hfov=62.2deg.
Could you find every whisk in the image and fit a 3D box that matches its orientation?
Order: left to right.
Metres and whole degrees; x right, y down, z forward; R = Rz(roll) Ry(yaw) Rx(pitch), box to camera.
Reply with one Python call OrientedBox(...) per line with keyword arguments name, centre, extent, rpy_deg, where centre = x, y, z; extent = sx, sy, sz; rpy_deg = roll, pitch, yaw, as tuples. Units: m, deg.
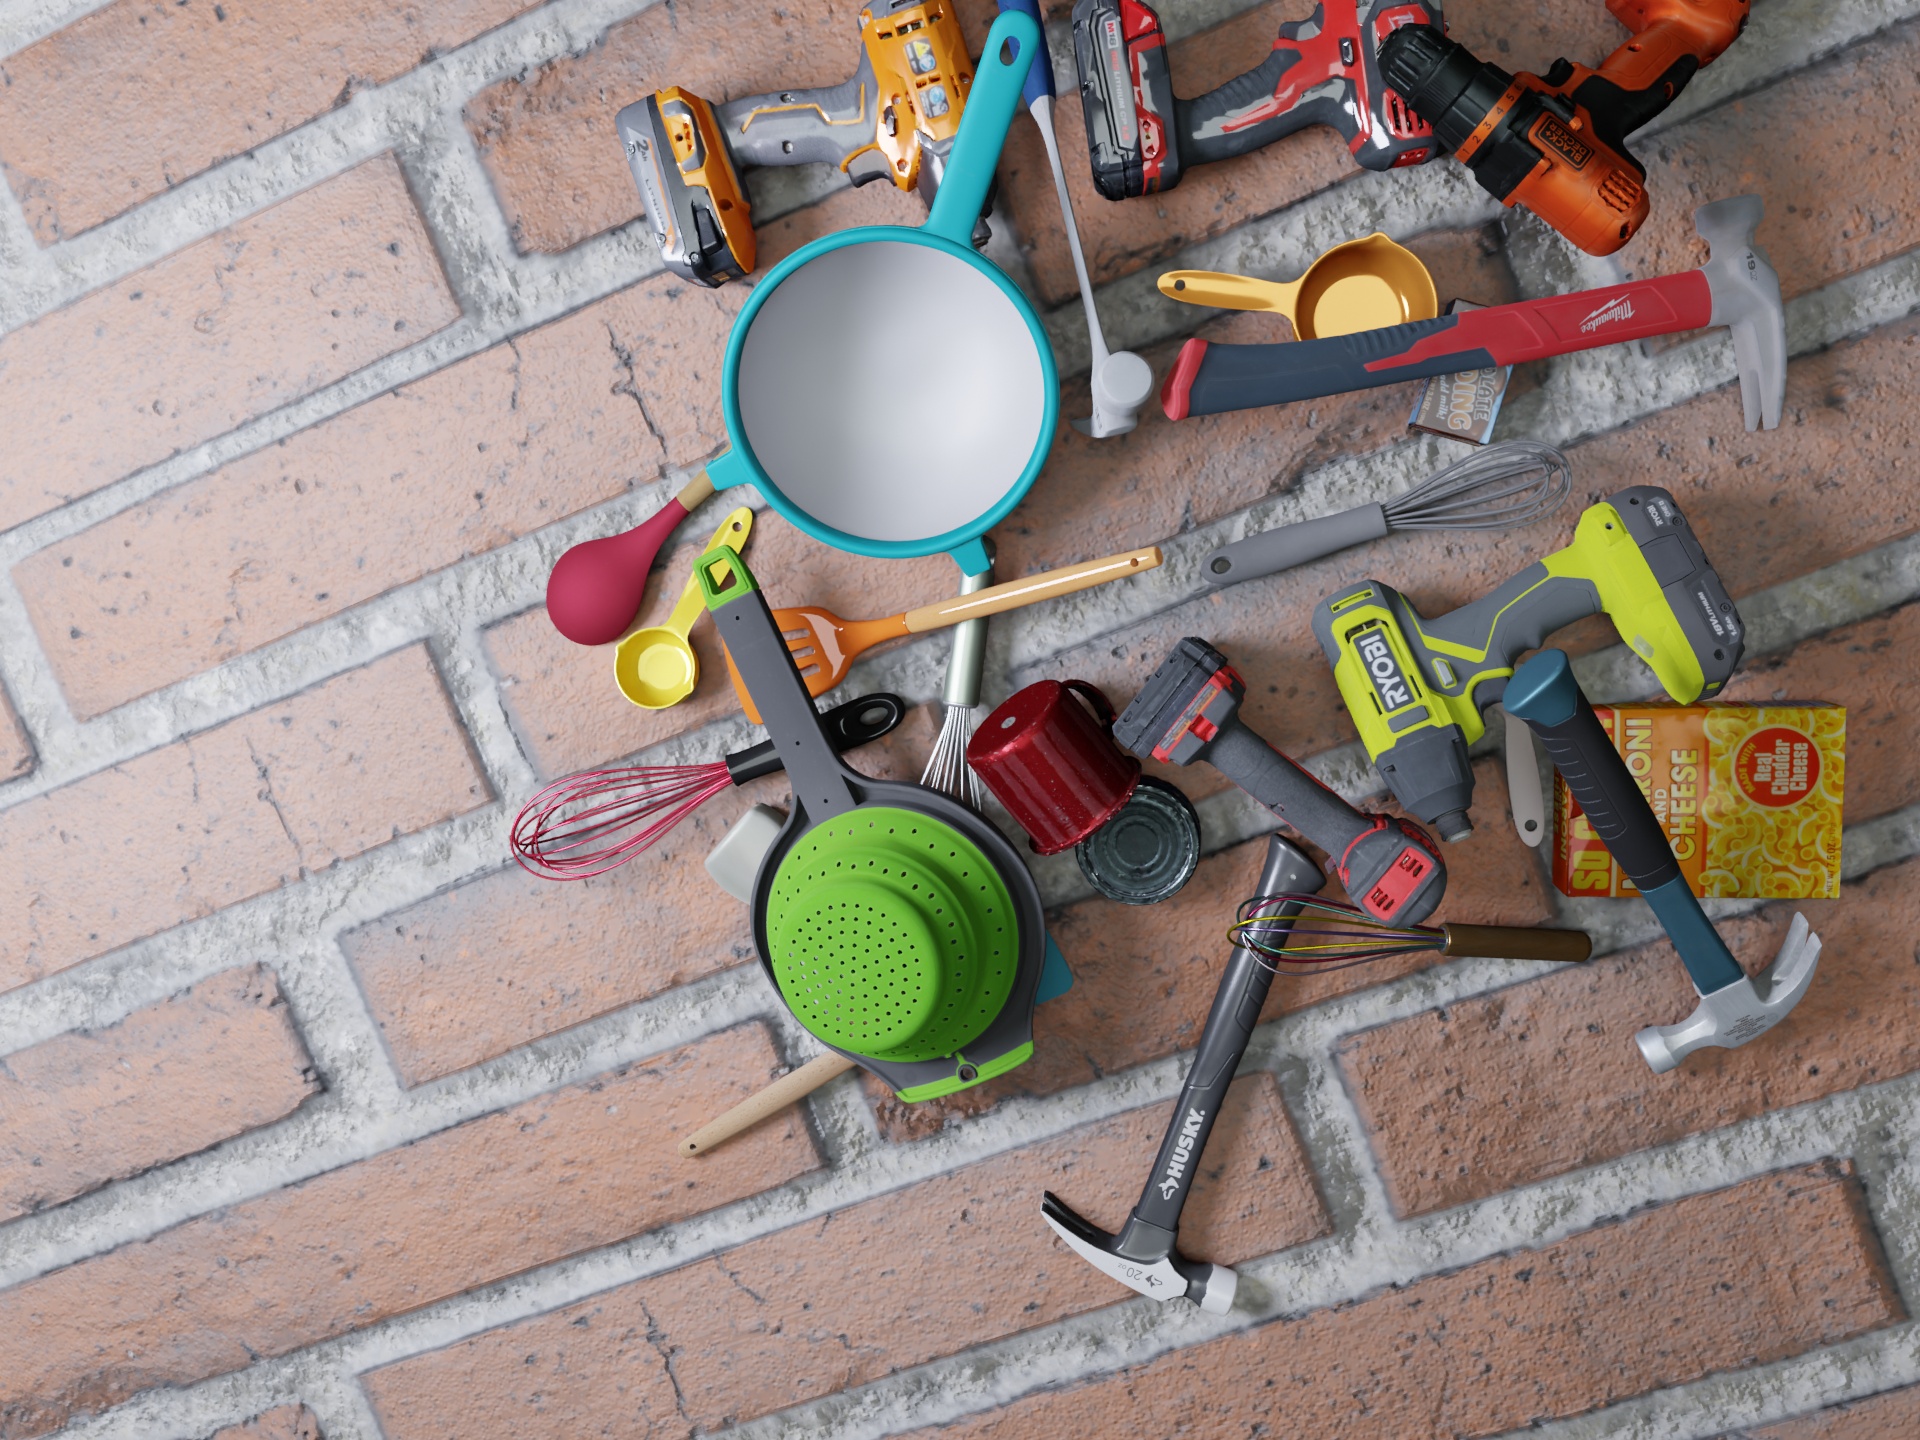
OrientedBox(name="whisk", centre=(-0.177, 0.041, 1.105), extent=(0.296, 0.073, 0.073), rpy_deg=(-21, 94, 4))
OrientedBox(name="whisk", centre=(-0.002, -0.003, 1.079), extent=(0.059, 0.058, 0.246), rpy_deg=(8, 94, 15))
OrientedBox(name="whisk", centre=(0.272, -0.127, 1.026), extent=(0.239, 0.055, 0.055), rpy_deg=(-15, 95, 14))
OrientedBox(name="whisk", centre=(0.293, 0.142, 1.041), extent=(0.245, 0.051, 0.047), rpy_deg=(4, 119, -7))

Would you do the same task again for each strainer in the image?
OrientedBox(name="strainer", centre=(-0.021, -0.271, 0.997), extent=(0.211, 0.095, 0.340), rpy_deg=(19, 115, -7))

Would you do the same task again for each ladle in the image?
OrientedBox(name="ladle", centre=(-0.170, -0.165, 1.093), extent=(0.315, 0.031, 0.069), rpy_deg=(-41, 90, 9))

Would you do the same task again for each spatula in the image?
OrientedBox(name="spatula", centre=(-0.072, 0.233, 1.131), extent=(0.317, 0.044, 0.082), rpy_deg=(-32, 92, 15))
OrientedBox(name="spatula", centre=(-0.017, -0.068, 1.046), extent=(0.322, 0.041, 0.081), rpy_deg=(-13, 96, 31))

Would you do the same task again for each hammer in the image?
OrientedBox(name="hammer", centre=(0.053, -0.373, 1.000), extent=(0.035, 0.144, 0.405), rpy_deg=(-13, 86, -2))
OrientedBox(name="hammer", centre=(0.168, 0.236, 1.090), extent=(0.146, 0.035, 0.334), rpy_deg=(19, 99, 5))
OrientedBox(name="hammer", centre=(0.312, -0.214, 0.961), extent=(0.386, 0.038, 0.143), rpy_deg=(-12, 97, -6))
OrientedBox(name="hammer", centre=(0.416, 0.086, 0.965), extent=(0.128, 0.033, 0.330), rpy_deg=(-31, 117, 18))

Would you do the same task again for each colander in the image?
OrientedBox(name="colander", centre=(-0.089, 0.073, 1.023), extent=(0.204, 0.094, 0.397), rpy_deg=(-25, 92, 19))

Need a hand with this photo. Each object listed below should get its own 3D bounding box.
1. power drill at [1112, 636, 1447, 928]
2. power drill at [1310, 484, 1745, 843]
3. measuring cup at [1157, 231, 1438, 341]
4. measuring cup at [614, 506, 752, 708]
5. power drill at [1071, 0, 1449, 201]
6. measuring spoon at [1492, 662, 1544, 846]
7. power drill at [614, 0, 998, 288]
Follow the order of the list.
OrientedBox(name="power drill", centre=(0.210, 0.042, 1.013), extent=(0.220, 0.143, 0.078), rpy_deg=(39, 100, 8))
OrientedBox(name="power drill", centre=(0.354, -0.036, 0.989), extent=(0.223, 0.080, 0.171), rpy_deg=(-24, 71, 11))
OrientedBox(name="measuring cup", centre=(0.213, -0.264, 1.013), extent=(0.173, 0.052, 0.095), rpy_deg=(10, 99, 9))
OrientedBox(name="measuring cup", centre=(-0.185, -0.078, 1.110), extent=(0.062, 0.029, 0.156), rpy_deg=(30, 88, 5))
OrientedBox(name="power drill", centre=(0.185, -0.426, 0.985), extent=(0.226, 0.080, 0.188), rpy_deg=(-8, 96, 6))
OrientedBox(name="measuring spoon", centre=(0.369, 0.024, 1.042), extent=(0.034, 0.018, 0.124), rpy_deg=(-9, 96, 9))
OrientedBox(name="power drill", centre=(-0.090, -0.359, 1.030), extent=(0.226, 0.084, 0.164), rpy_deg=(-18, 95, 6))
